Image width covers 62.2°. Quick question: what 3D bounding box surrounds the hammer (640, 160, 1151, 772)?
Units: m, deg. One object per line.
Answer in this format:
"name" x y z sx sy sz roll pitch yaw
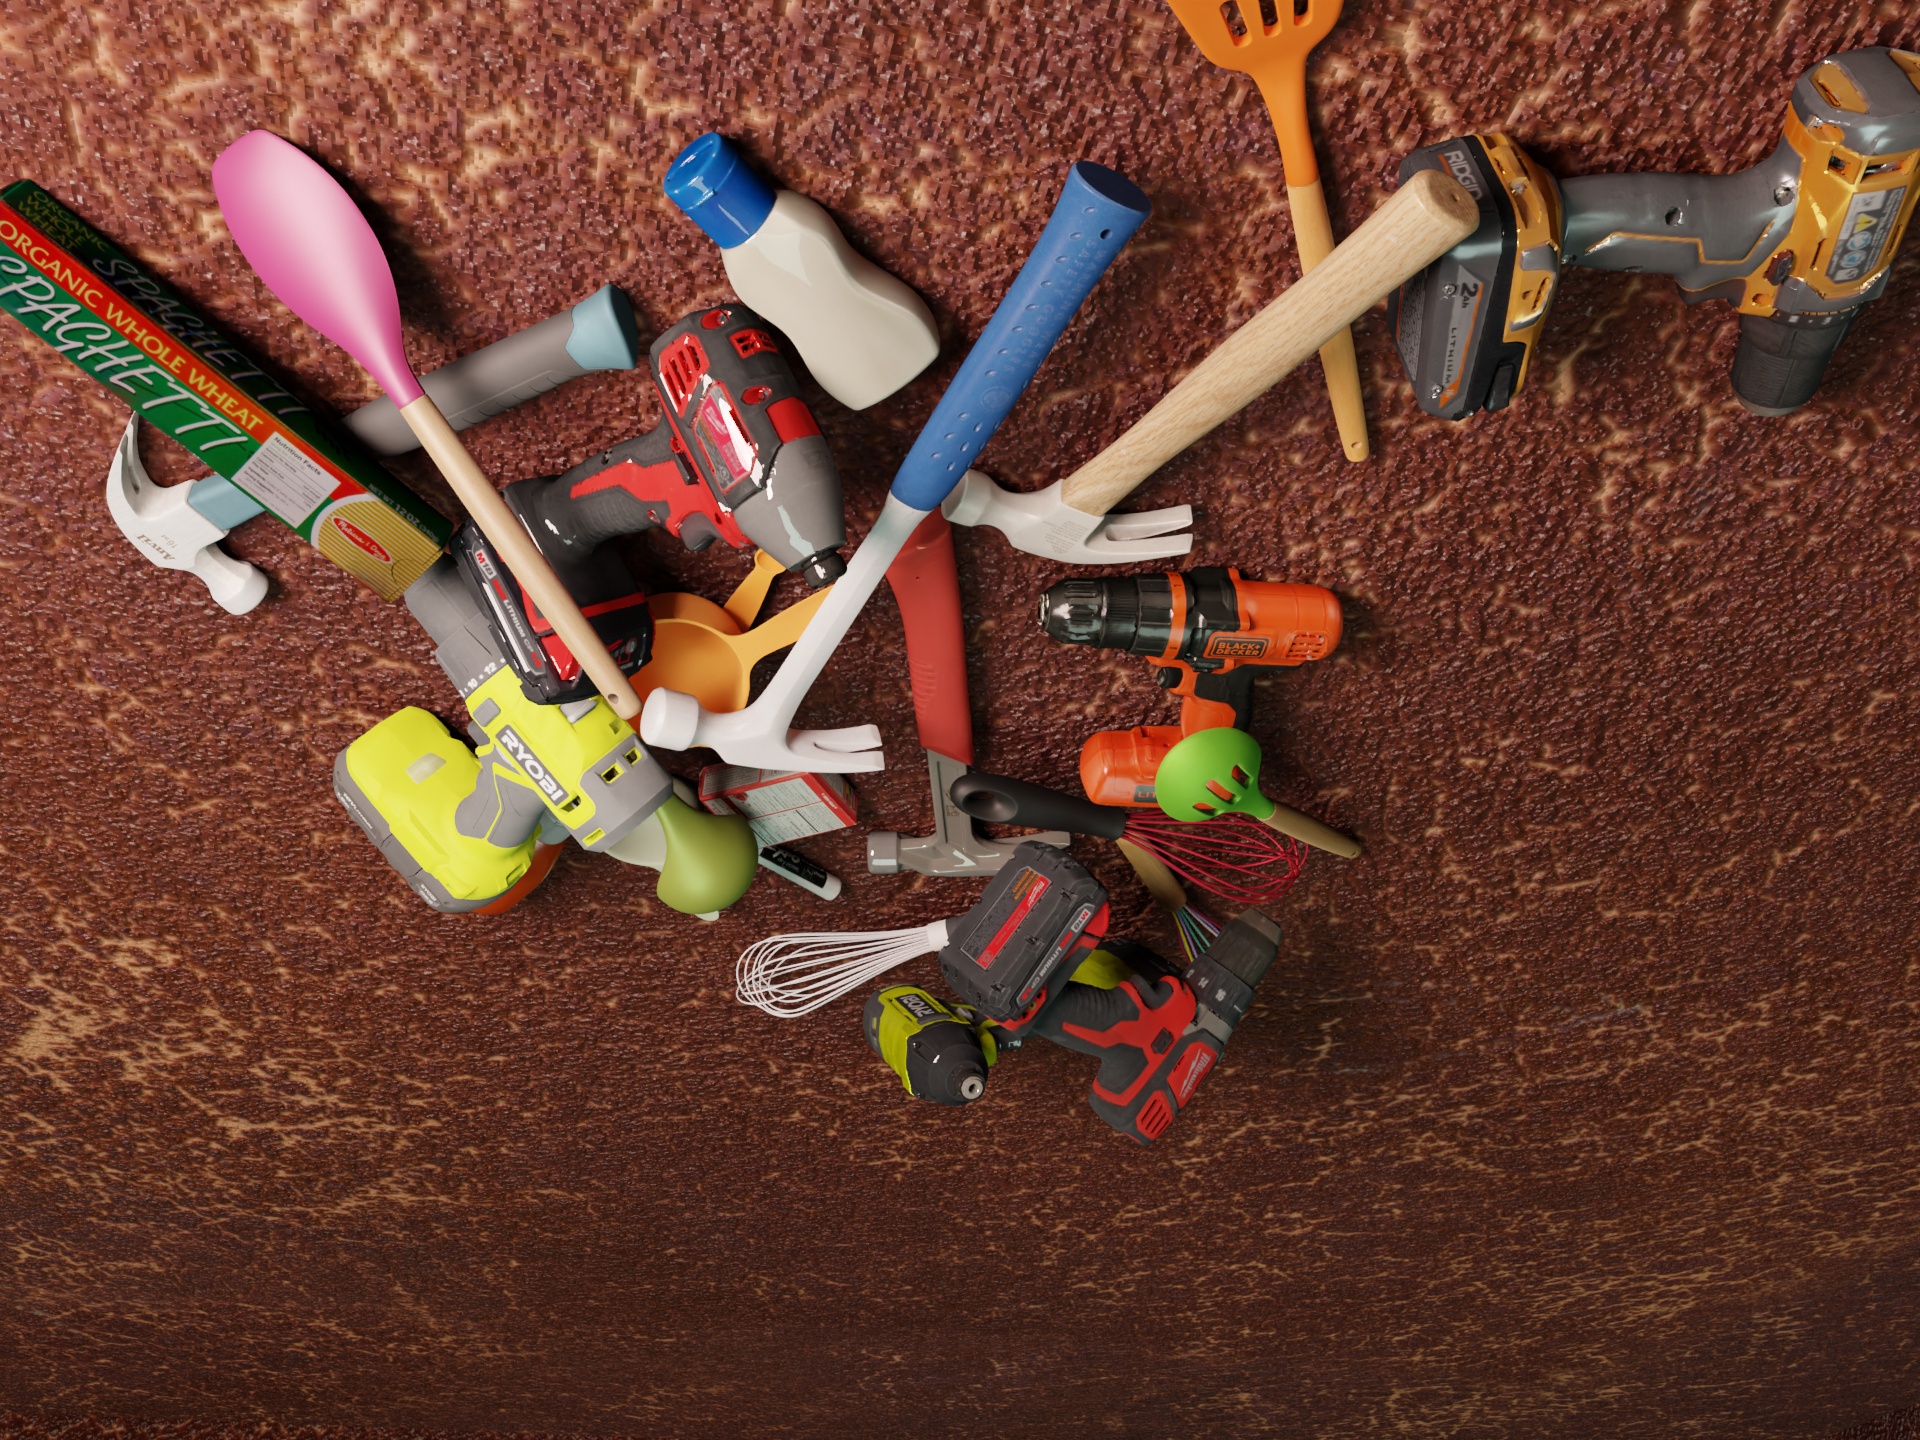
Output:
"hammer" -0.025 -0.106 0.826 0.144 0.035 0.405 13 133 -29

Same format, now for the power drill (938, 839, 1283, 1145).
"power drill" 0.116 0.173 1.103 0.226 0.080 0.188 41 84 -32

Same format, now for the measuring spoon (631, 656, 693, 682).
"measuring spoon" -0.170 -0.012 1.037 0.042 0.021 0.128 -27 146 14

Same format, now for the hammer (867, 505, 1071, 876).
"hammer" -0.002 -0.003 1.032 0.149 0.037 0.358 -3 143 1

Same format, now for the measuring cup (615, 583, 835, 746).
"measuring cup" -0.133 -0.052 0.946 0.173 0.052 0.095 -26 120 5

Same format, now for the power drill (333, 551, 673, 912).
"power drill" -0.292 0.014 0.961 0.190 0.080 0.228 51 136 -7

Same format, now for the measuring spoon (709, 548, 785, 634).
"measuring spoon" -0.131 -0.071 0.963 0.021 0.011 0.117 24 140 -15

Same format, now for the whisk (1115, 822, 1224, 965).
"whisk" 0.175 0.148 1.238 0.047 0.051 0.244 -33 132 5

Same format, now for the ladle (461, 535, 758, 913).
"ladle" -0.223 0.007 1.005 0.078 0.062 0.319 -42 125 -17

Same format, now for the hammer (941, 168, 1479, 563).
"hammer" 0.123 -0.158 0.781 0.130 0.031 0.331 16 154 -24

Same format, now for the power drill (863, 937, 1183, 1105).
"power drill" 0.055 0.235 1.215 0.223 0.080 0.171 -8 -170 -20

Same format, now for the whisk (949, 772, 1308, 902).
"whisk" 0.123 0.075 1.095 0.295 0.073 0.073 13 140 -27

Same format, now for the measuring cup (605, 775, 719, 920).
"measuring cup" -0.207 0.092 1.149 0.083 0.038 0.167 -9 144 9

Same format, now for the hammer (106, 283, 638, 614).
"hammer" -0.308 -0.149 0.835 0.331 0.033 0.128 -18 141 20

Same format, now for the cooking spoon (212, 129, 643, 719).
"cooking spoon" -0.247 -0.131 0.764 0.069 0.017 0.318 -23 111 26

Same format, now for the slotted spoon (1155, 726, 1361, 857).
"slotted spoon" 0.214 0.062 1.062 0.070 0.031 0.313 -47 148 13

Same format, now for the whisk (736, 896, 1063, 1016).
"whisk" -0.046 0.178 1.253 0.284 0.070 0.070 -16 140 11

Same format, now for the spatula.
"spatula" 0.165 -0.228 0.743 0.081 0.041 0.322 -14 142 14

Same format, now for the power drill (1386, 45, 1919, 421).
"power drill" 0.324 -0.205 0.751 0.226 0.084 0.185 -10 143 3

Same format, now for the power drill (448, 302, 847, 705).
"power drill" -0.153 -0.098 0.818 0.219 0.143 0.078 -29 179 34
